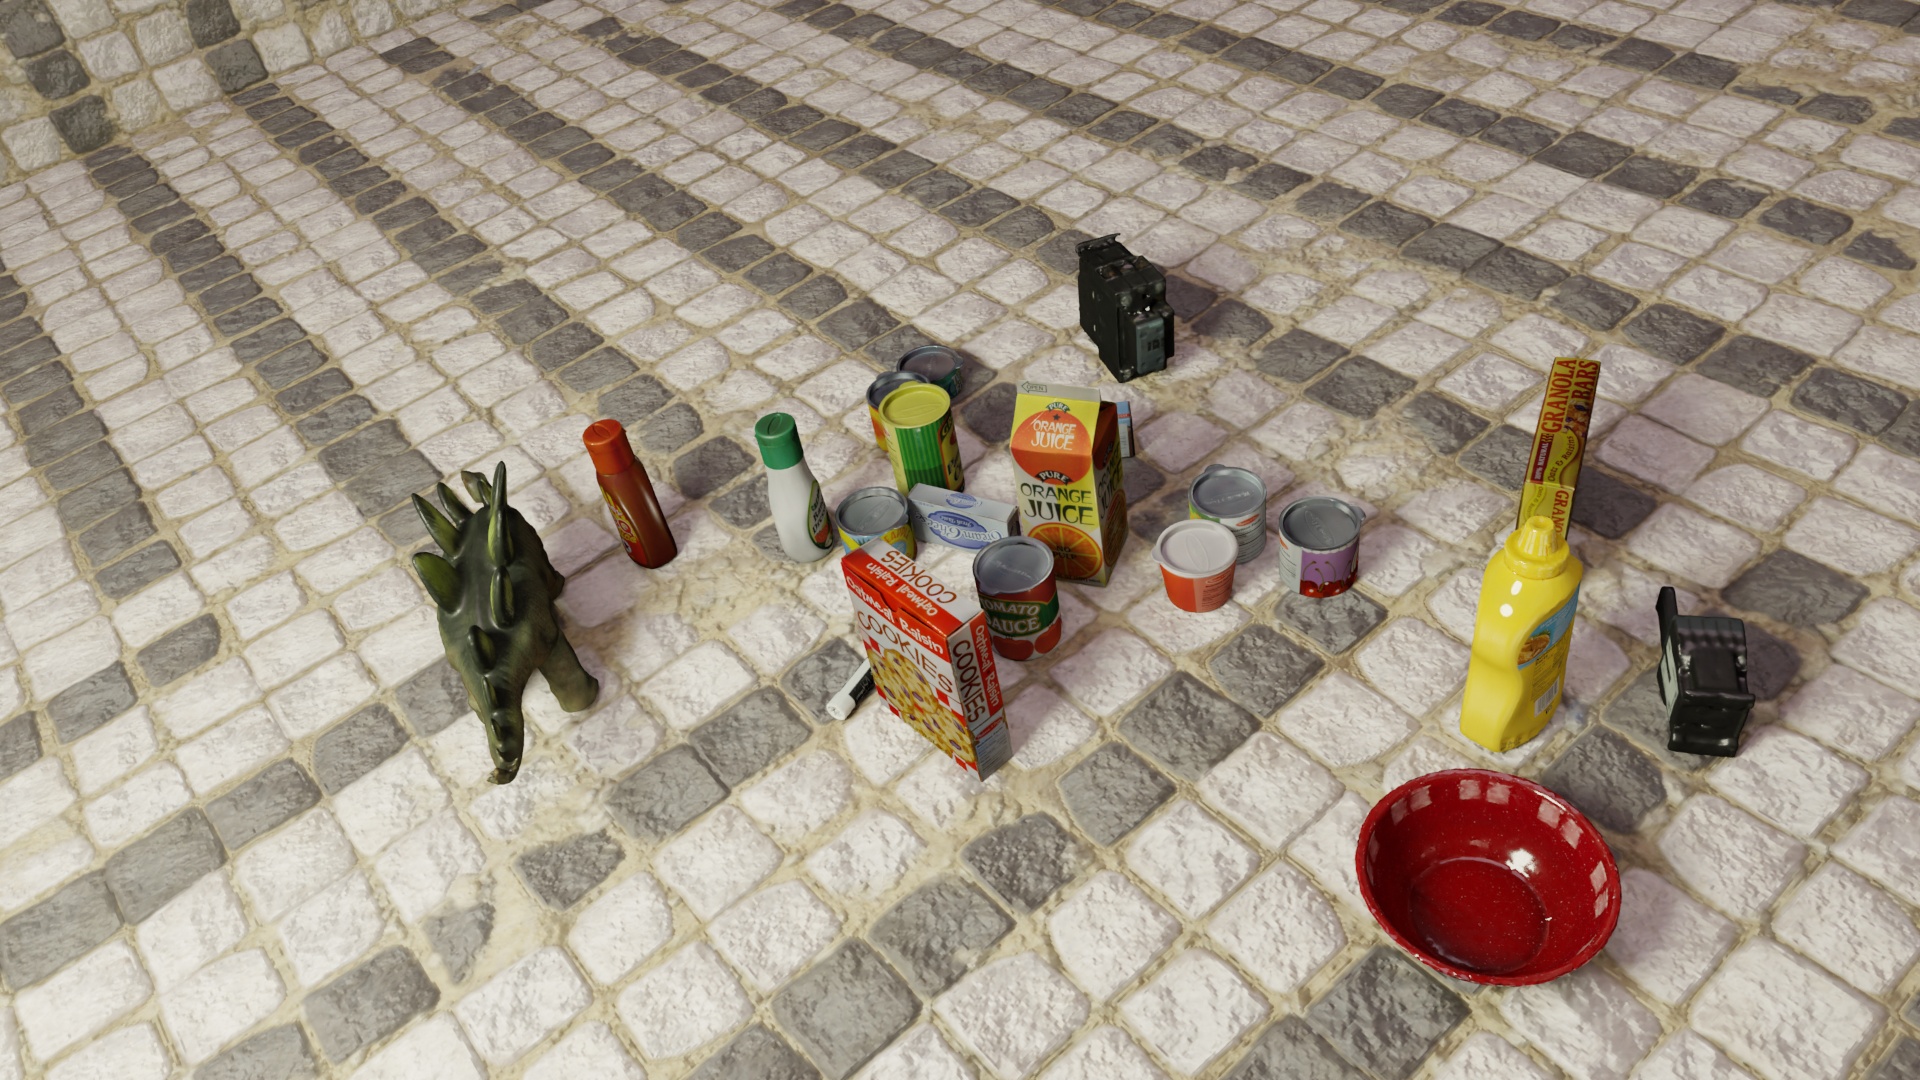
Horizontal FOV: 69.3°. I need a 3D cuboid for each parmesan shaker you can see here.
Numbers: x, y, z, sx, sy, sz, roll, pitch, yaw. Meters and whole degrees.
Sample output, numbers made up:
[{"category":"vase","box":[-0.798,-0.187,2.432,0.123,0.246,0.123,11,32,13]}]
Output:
[{"category":"parmesan shaker","box":[-0.035,-0.088,1.301,0.071,0.102,0.072,-6,42,6]}]

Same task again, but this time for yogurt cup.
[{"category":"yogurt cup","box":[0.199,0.023,1.164,0.072,0.053,0.073,-6,42,6]}]

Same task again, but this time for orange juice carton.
[{"category":"orange juice carton","box":[0.092,-0.056,1.171,0.072,0.191,0.073,8,46,21]}]

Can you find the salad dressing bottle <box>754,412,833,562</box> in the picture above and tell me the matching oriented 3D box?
[{"category":"salad dressing bottle","box":[-0.150,-0.047,1.249,0.044,0.147,0.064,1,43,14]}]

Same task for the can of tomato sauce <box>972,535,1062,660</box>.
[{"category":"can of tomato sauce","box":[0.048,0.050,1.148,0.071,0.082,0.071,-6,42,6]}]

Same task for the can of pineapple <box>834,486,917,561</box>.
[{"category":"can of pineapple","box":[-0.074,-0.005,1.253,0.071,0.057,0.071,-6,42,6]}]

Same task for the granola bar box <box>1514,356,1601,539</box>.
[{"category":"granola bar box","box":[0.483,-0.052,1.131,0.039,0.123,0.166,11,47,23]}]

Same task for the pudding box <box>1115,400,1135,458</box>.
[{"category":"pudding box","box":[0.122,-0.102,1.321,0.084,0.049,0.030,-6,42,6]}]

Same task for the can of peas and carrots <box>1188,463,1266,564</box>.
[{"category":"can of peas and carrots","box":[0.231,-0.023,1.204,0.071,0.058,0.071,-6,42,6]}]

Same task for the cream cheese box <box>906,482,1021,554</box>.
[{"category":"cream cheese box","box":[0.004,-0.016,1.250,0.104,0.053,0.024,14,48,26]}]

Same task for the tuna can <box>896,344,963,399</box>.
[{"category":"tuna can","box":[-0.029,-0.172,1.443,0.071,0.032,0.071,-6,42,6]}]

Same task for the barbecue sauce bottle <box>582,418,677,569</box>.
[{"category":"barbecue sauce bottle","box":[-0.306,-0.044,1.279,0.044,0.147,0.065,-34,47,-23]}]

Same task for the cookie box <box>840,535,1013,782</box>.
[{"category":"cookie box","box":[-0.025,0.091,1.056,0.040,0.166,0.123,-36,47,-25]}]

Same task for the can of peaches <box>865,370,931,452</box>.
[{"category":"can of peaches","box":[-0.058,-0.128,1.383,0.071,0.057,0.071,-6,42,6]}]

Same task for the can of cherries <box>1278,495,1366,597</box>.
[{"category":"can of cherries","box":[0.302,0.005,1.158,0.071,0.058,0.072,-6,42,6]}]
